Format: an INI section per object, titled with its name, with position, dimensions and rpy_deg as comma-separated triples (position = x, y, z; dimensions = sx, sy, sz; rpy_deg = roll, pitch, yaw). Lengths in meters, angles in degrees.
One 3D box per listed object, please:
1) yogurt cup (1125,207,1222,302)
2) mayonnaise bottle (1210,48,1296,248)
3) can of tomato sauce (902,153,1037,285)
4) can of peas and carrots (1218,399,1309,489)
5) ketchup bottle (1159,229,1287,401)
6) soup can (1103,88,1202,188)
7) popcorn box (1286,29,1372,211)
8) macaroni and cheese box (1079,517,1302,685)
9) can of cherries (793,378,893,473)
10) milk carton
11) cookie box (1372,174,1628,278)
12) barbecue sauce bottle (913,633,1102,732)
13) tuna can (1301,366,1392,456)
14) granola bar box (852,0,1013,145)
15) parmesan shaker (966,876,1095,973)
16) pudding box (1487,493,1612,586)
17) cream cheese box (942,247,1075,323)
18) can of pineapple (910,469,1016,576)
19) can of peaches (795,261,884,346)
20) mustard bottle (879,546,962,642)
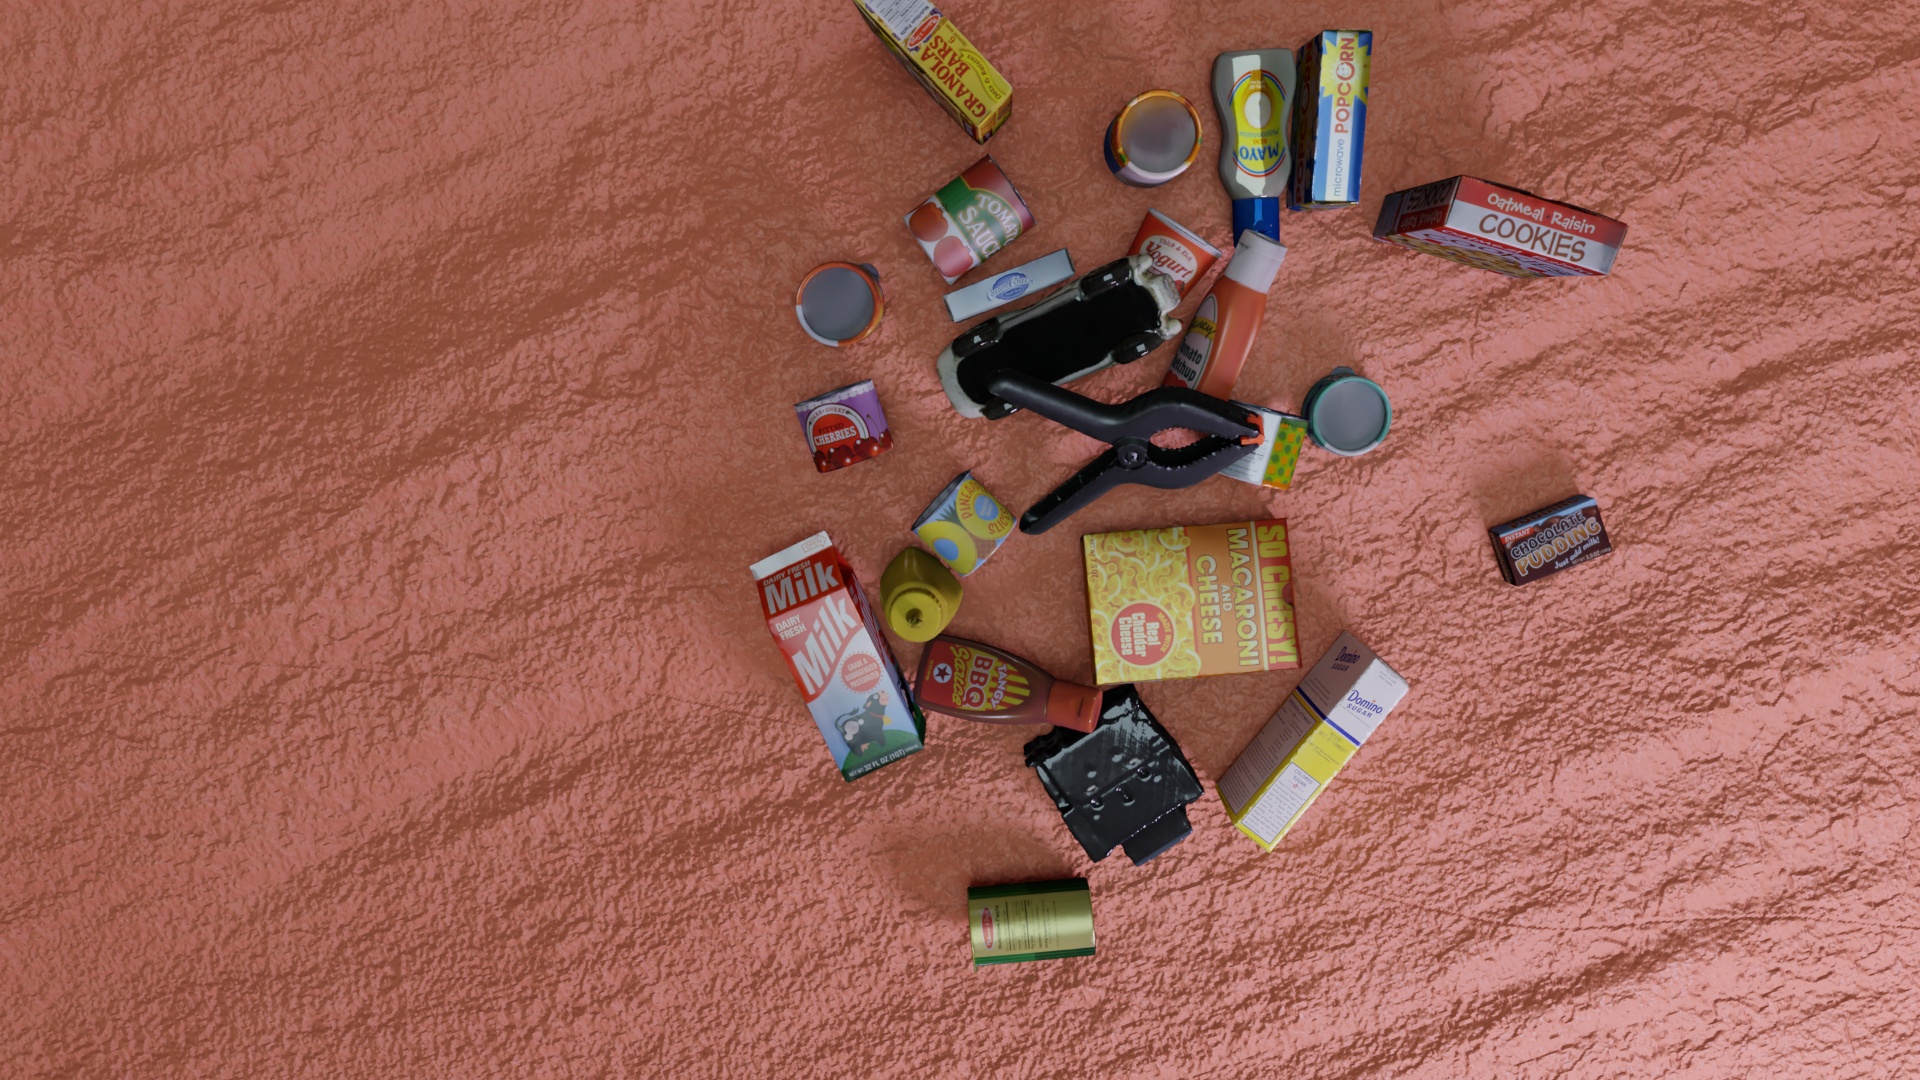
[yogurt cup]
position = 0.162, -0.220, 1.085
dimensions = 0.072, 0.072, 0.053
rpy_deg = 31, 107, -5
[mayonnaise bottle]
position = 0.229, -0.304, 1.081
dimensions = 0.065, 0.041, 0.147
rpy_deg = -4, 100, 1
[can of tomato sauce]
position = 0.007, -0.247, 1.077
dimensions = 0.083, 0.071, 0.071
rpy_deg = -35, 98, 6
[can of peas and carrots]
position = 0.240, -0.077, 1.109
dimensions = 0.071, 0.071, 0.058
rpy_deg = 14, 100, -2
[ketchup bottle]
position = 0.206, -0.166, 1.081
dimensions = 0.043, 0.065, 0.148
rpy_deg = 14, 112, -24
[soup can]
position = 0.146, -0.308, 1.059
dimensions = 0.071, 0.084, 0.071
rpy_deg = 0, 99, 0
[popcorn box]
position = 0.279, -0.317, 1.057
dimensions = 0.038, 0.085, 0.126
rpy_deg = 2, 100, 1
[macaroni and cheese box]
position = 0.186, 0.050, 1.127
dimensions = 0.166, 0.040, 0.123
rpy_deg = -5, 85, 1
[can of cherries]
position = -0.093, -0.090, 1.102
dimensions = 0.071, 0.071, 0.058
rpy_deg = -18, 100, 3
[milk carton]
position = -0.099, 0.091, 1.131
dimensions = 0.072, 0.073, 0.190
rpy_deg = -25, 98, 4
[cookie box]
position = 0.393, -0.230, 1.030
dimensions = 0.123, 0.168, 0.040
rpy_deg = 15, 99, -3
[barbecue sauce bottle]
position = 0.039, 0.121, 1.129
dimensions = 0.148, 0.043, 0.065
rpy_deg = 12, 81, 16
[tuna can]
position = 0.311, -0.104, 1.119
dimensions = 0.071, 0.033, 0.071
rpy_deg = 0, 100, 0
[granola bar box]
position = -0.017, -0.350, 1.011
dimensions = 0.039, 0.166, 0.124
rpy_deg = -44, 97, 10
[parmesan shaker]
position = 0.060, 0.325, 1.174
dimensions = 0.103, 0.071, 0.071
rpy_deg = -5, 100, 0
[pudding box]
position = 0.483, -0.001, 1.138
dimensions = 0.084, 0.030, 0.049
rpy_deg = -21, 98, 3
[cream cheese box]
position = 0.038, -0.200, 1.093
dimensions = 0.104, 0.053, 0.024
rpy_deg = -21, 97, 3
[can of pineapple]
position = 0.004, -0.014, 1.116
dimensions = 0.058, 0.071, 0.071
rpy_deg = 43, 97, -8
[can of peaches]
position = -0.093, -0.188, 1.092
dimensions = 0.071, 0.058, 0.071
rpy_deg = 0, 100, 1
[mustard bottle]
position = -0.033, 0.047, 1.080
dimensions = 0.065, 0.160, 0.048
rpy_deg = 39, 99, -5
